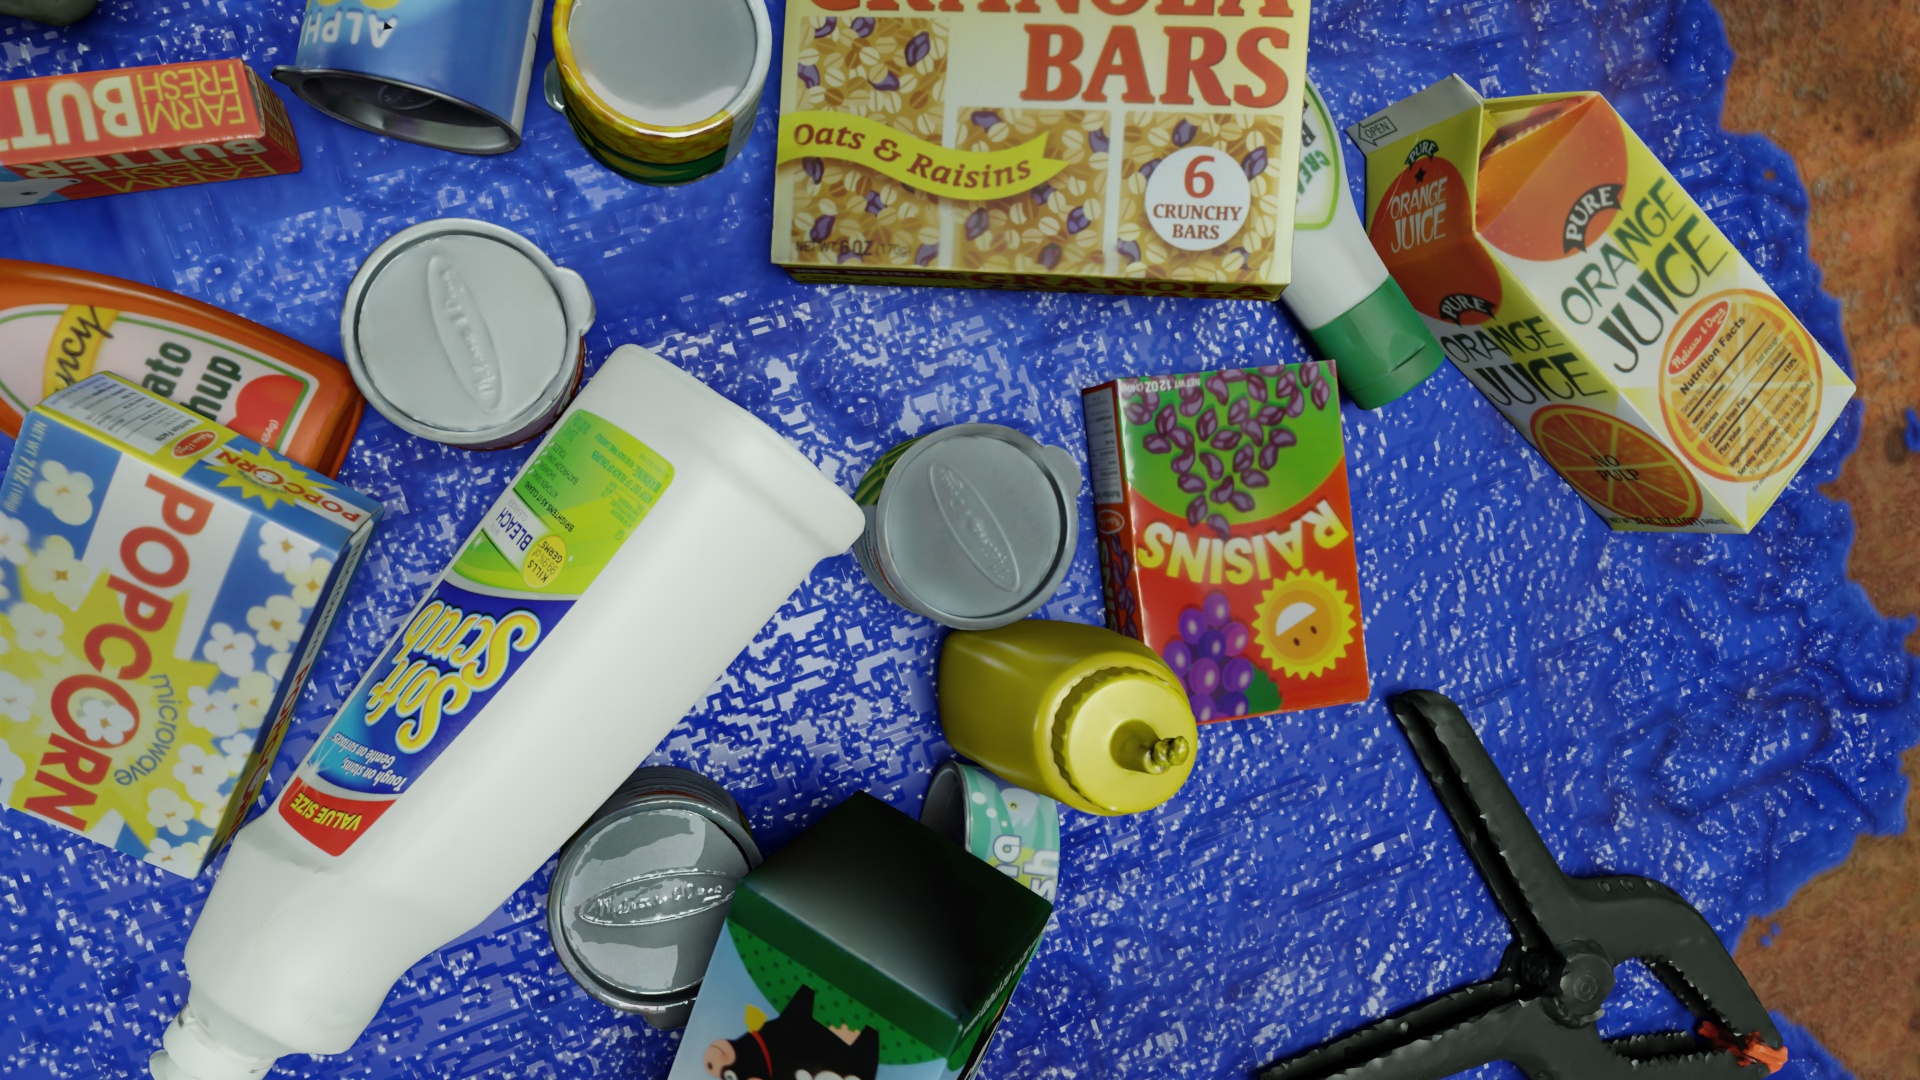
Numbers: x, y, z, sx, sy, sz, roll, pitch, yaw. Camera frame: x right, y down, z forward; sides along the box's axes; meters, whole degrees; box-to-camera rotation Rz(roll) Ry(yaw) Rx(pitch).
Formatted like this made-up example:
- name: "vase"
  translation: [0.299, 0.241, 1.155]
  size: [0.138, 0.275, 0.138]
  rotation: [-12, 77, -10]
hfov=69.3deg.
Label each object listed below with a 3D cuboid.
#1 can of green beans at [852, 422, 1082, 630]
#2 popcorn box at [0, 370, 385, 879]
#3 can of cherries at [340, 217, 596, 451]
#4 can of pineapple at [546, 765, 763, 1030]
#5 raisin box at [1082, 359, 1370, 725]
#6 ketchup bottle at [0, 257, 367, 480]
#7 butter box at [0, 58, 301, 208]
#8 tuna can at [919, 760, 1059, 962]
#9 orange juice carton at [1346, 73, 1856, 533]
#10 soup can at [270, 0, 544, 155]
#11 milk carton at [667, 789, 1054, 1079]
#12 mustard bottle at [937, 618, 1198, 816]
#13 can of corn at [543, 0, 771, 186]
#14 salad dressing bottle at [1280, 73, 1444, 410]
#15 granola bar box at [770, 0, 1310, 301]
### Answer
- name: "can of green beans"
  translation: [0.000, -0.005, 0.466]
  size: [0.071, 0.058, 0.071]
  rotation: [0, 91, -13]
- name: "popcorn box"
  translation: [-0.232, 0.026, 0.398]
  size: [0.085, 0.038, 0.126]
  rotation: [27, 110, -13]
- name: "can of cherries"
  translation: [-0.148, -0.061, 0.432]
  size: [0.071, 0.058, 0.071]
  rotation: [0, 90, -13]
- name: "can of pineapple"
  translation: [-0.097, 0.111, 0.445]
  size: [0.071, 0.058, 0.071]
  rotation: [0, 91, -13]
- name: "raisin box"
  translation: [0.094, 0.001, 0.499]
  size: [0.086, 0.040, 0.123]
  rotation: [-7, 91, -14]
- name: "ketchup bottle"
  translation: [-0.261, -0.052, 0.413]
  size: [0.149, 0.043, 0.064]
  rotation: [24, 88, -12]
- name: "butter box"
  translation: [-0.255, -0.118, 0.409]
  size: [0.104, 0.053, 0.024]
  rotation: [-11, 95, -13]
- name: "tuna can"
  translation: [0.008, 0.109, 0.463]
  size: [0.033, 0.071, 0.071]
  rotation: [11, 88, -14]
- name: "orange juice carton"
  translation: [0.224, -0.092, 0.511]
  size: [0.192, 0.072, 0.073]
  rotation: [43, 82, -10]
- name: "soup can"
  translation: [-0.163, -0.170, 0.422]
  size: [0.071, 0.071, 0.083]
  rotation: [9, 88, -13]
- name: "milk carton"
  translation: [-0.047, 0.181, 0.420]
  size: [0.073, 0.072, 0.189]
  rotation: [27, 111, 16]
- name: "mustard bottle"
  translation: [0.035, 0.053, 0.423]
  size: [0.065, 0.160, 0.048]
  rotation: [-1, 93, -12]
- name: "can of corn"
  translation: [-0.098, -0.152, 0.442]
  size: [0.071, 0.058, 0.071]
  rotation: [0, 91, -13]
- name: "salad dressing bottle"
  translation: [0.119, -0.116, 0.501]
  size: [0.064, 0.044, 0.147]
  rotation: [-38, 99, -7]
- name: "granola bar box"
  translation: [0.027, -0.145, 0.454]
  size: [0.165, 0.039, 0.124]
  rotation: [4, 91, 7]
